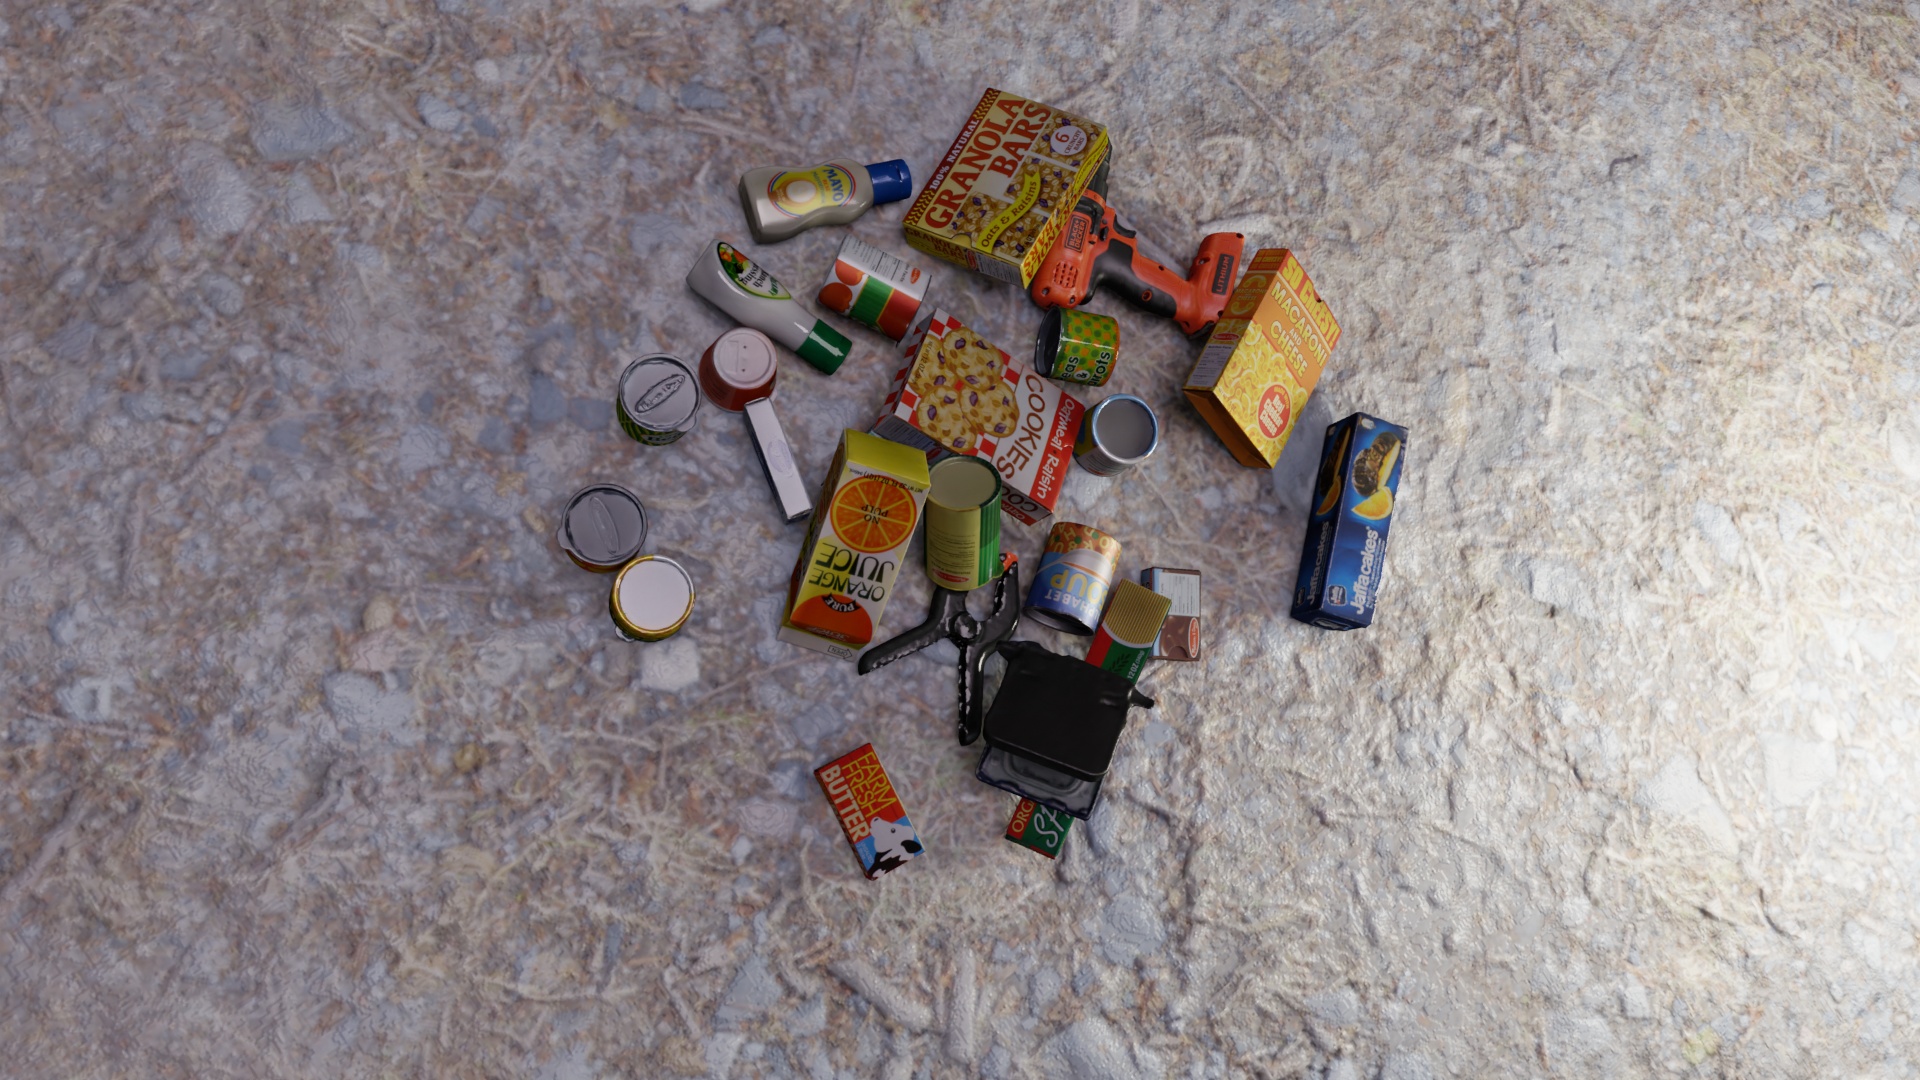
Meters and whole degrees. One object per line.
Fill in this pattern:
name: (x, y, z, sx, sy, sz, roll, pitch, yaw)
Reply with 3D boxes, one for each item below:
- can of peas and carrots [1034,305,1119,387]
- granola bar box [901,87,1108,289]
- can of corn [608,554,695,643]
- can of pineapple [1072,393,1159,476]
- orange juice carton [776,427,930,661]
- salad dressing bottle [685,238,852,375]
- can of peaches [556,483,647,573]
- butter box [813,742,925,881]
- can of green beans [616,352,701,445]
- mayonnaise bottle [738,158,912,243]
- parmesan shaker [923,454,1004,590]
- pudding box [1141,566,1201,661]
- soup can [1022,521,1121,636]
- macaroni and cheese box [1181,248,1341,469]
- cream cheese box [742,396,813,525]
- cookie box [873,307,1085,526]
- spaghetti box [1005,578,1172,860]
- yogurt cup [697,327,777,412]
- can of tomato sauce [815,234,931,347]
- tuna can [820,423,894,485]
can of peas and carrots: (0.106, -0.174, 1.259, 0.059, 0.071, 0.071, 8, 79, -16)
granola bar box: (0.042, -0.321, 1.253, 0.124, 0.039, 0.166, 24, 73, 19)
can of corn: (-0.251, 0.049, 1.122, 0.071, 0.058, 0.071, 3, 80, -16)
can of pineapple: (0.140, -0.097, 1.262, 0.071, 0.057, 0.071, 3, 80, -16)
orange juice carton: (-0.091, 0.012, 1.142, 0.072, 0.073, 0.191, 16, 114, -13)
salad dressing bottle: (-0.162, -0.198, 1.193, 0.147, 0.043, 0.064, 34, 29, -16)
can of peaches: (-0.290, -0.008, 1.120, 0.071, 0.058, 0.071, 2, 81, -16)
butter box: (-0.076, 0.226, 1.161, 0.053, 0.024, 0.103, -27, 89, -19)
can of green beans: (-0.251, -0.116, 1.150, 0.071, 0.057, 0.071, 3, 80, -16)
mayonnaise bottle: (-0.117, -0.308, 1.231, 0.148, 0.041, 0.065, -16, 84, -18)
parmesan shaker: (0.004, -0.015, 1.167, 0.071, 0.102, 0.072, 1, 49, -1)
pudding box: (0.191, 0.068, 1.263, 0.050, 0.030, 0.084, 5, 80, -17)
soup can: (0.100, 0.034, 1.221, 0.071, 0.071, 0.084, 23, 75, -12)
macaroni and cheese box: (0.286, -0.170, 1.299, 0.123, 0.040, 0.167, 43, 69, -38)
cream cheese box: (-0.154, -0.066, 1.172, 0.024, 0.053, 0.104, -21, 87, -11)
cookie box: (0.021, -0.106, 1.207, 0.167, 0.040, 0.123, 31, 57, -19)
spaghetti box: (0.112, 0.154, 1.209, 0.050, 0.028, 0.250, 24, 79, 10)
yogurt cup: (-0.186, -0.147, 1.177, 0.072, 0.054, 0.072, 3, 80, -15)
can of tomato sauce: (-0.077, -0.219, 1.216, 0.083, 0.071, 0.071, 25, 75, -11)
tuna can: (-0.084, -0.063, 1.186, 0.033, 0.071, 0.071, 42, 72, -7)
